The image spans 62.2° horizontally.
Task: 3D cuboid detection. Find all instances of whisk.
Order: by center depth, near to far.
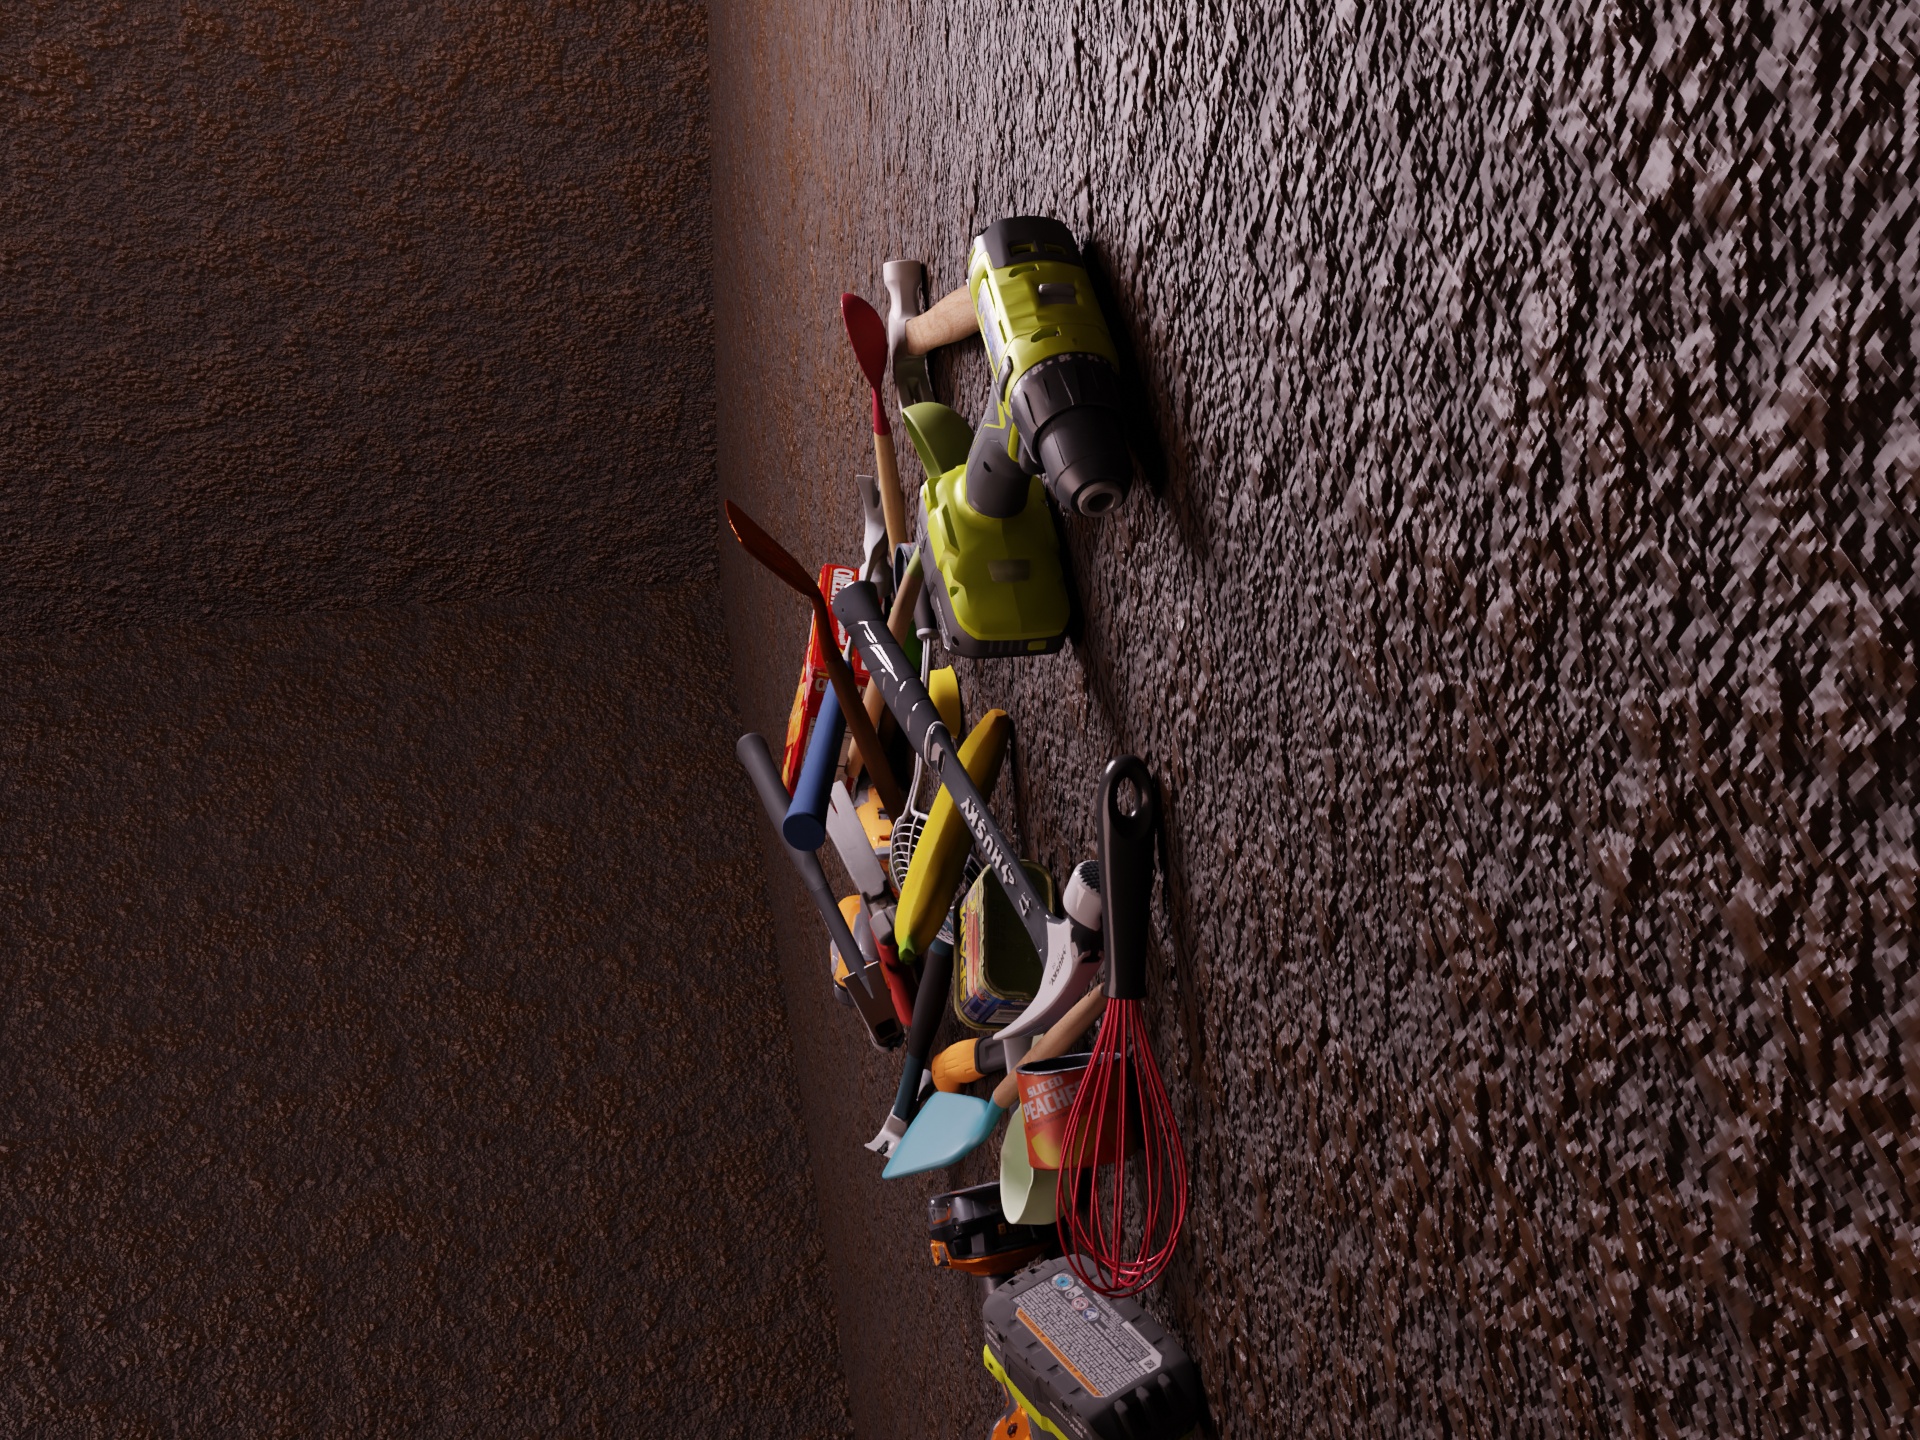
[{"bbox_3d":[0.087,0.165,0.850,0.073,0.073,0.296,-164,74,-77],"label":"whisk"}]

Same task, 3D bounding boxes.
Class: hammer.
[{"bbox_3d":[-0.009,0.033,1.061,0.409,0.036,0.149,58,139,45],"label":"hammer"},{"bbox_3d":[-0.010,-0.285,1.144,0.331,0.031,0.130,-149,54,-75],"label":"hammer"},{"bbox_3d":[0.015,0.266,1.293,0.336,0.034,0.127,121,140,-71],"label":"hammer"},{"bbox_3d":[-0.099,-0.054,1.371,0.406,0.035,0.144,-81,-4,-47],"label":"hammer"},{"bbox_3d":[-0.070,0.194,1.456,0.149,0.036,0.358,61,171,28],"label":"hammer"},{"bbox_3d":[-0.035,0.290,1.460,0.128,0.033,0.330,-59,-13,-46],"label":"hammer"},{"bbox_3d":[-0.139,0.148,1.508,0.335,0.035,0.146,61,171,28],"label":"hammer"}]

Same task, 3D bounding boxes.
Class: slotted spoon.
[{"bbox_3d":[-0.064,-0.024,1.544,0.313,0.031,0.070,108,153,-67],"label":"slotted spoon"}]

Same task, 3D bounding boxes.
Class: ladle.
[{"bbox_3d":[-0.053,-0.090,1.208,0.078,0.062,0.320,58,137,49],"label":"ladle"},{"bbox_3d":[-0.064,-0.225,1.347,0.315,0.031,0.069,83,-176,-50],"label":"ladle"}]

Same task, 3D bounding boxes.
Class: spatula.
[{"bbox_3d":[0.028,0.240,1.070,0.082,0.044,0.317,-52,-4,-39],"label":"spatula"},{"bbox_3d":[-0.098,-0.026,1.209,0.081,0.041,0.322,-117,5,-58],"label":"spatula"}]

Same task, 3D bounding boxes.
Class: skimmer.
[{"bbox_3d":[-0.002,-0.004,1.246,0.127,0.090,0.363,161,114,-63],"label":"skimmer"}]

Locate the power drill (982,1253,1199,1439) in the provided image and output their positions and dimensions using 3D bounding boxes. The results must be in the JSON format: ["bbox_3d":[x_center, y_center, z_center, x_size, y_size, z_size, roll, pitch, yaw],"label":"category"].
[{"bbox_3d":[0.080,0.446,0.936,0.171,0.080,0.223,31,132,50],"label":"power drill"}]

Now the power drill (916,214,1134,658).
[{"bbox_3d":[0.037,-0.137,0.893,0.228,0.080,0.191,105,156,-53],"label":"power drill"}]

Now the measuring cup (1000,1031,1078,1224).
[{"bbox_3d":[0.063,0.261,1.090,0.083,0.038,0.167,168,113,-77],"label":"measuring cup"}]

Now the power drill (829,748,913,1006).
[{"bbox_3d":[-0.087,0.156,1.620,0.186,0.084,0.226,-101,15,-51],"label":"power drill"}]

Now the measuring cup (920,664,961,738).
[{"bbox_3d":[-0.030,-0.018,1.373,0.156,0.029,0.062,-164,68,-75],"label":"measuring cup"}]

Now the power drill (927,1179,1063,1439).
[{"bbox_3d":[0.045,0.450,1.142,0.164,0.084,0.227,127,132,-69],"label":"power drill"}]
